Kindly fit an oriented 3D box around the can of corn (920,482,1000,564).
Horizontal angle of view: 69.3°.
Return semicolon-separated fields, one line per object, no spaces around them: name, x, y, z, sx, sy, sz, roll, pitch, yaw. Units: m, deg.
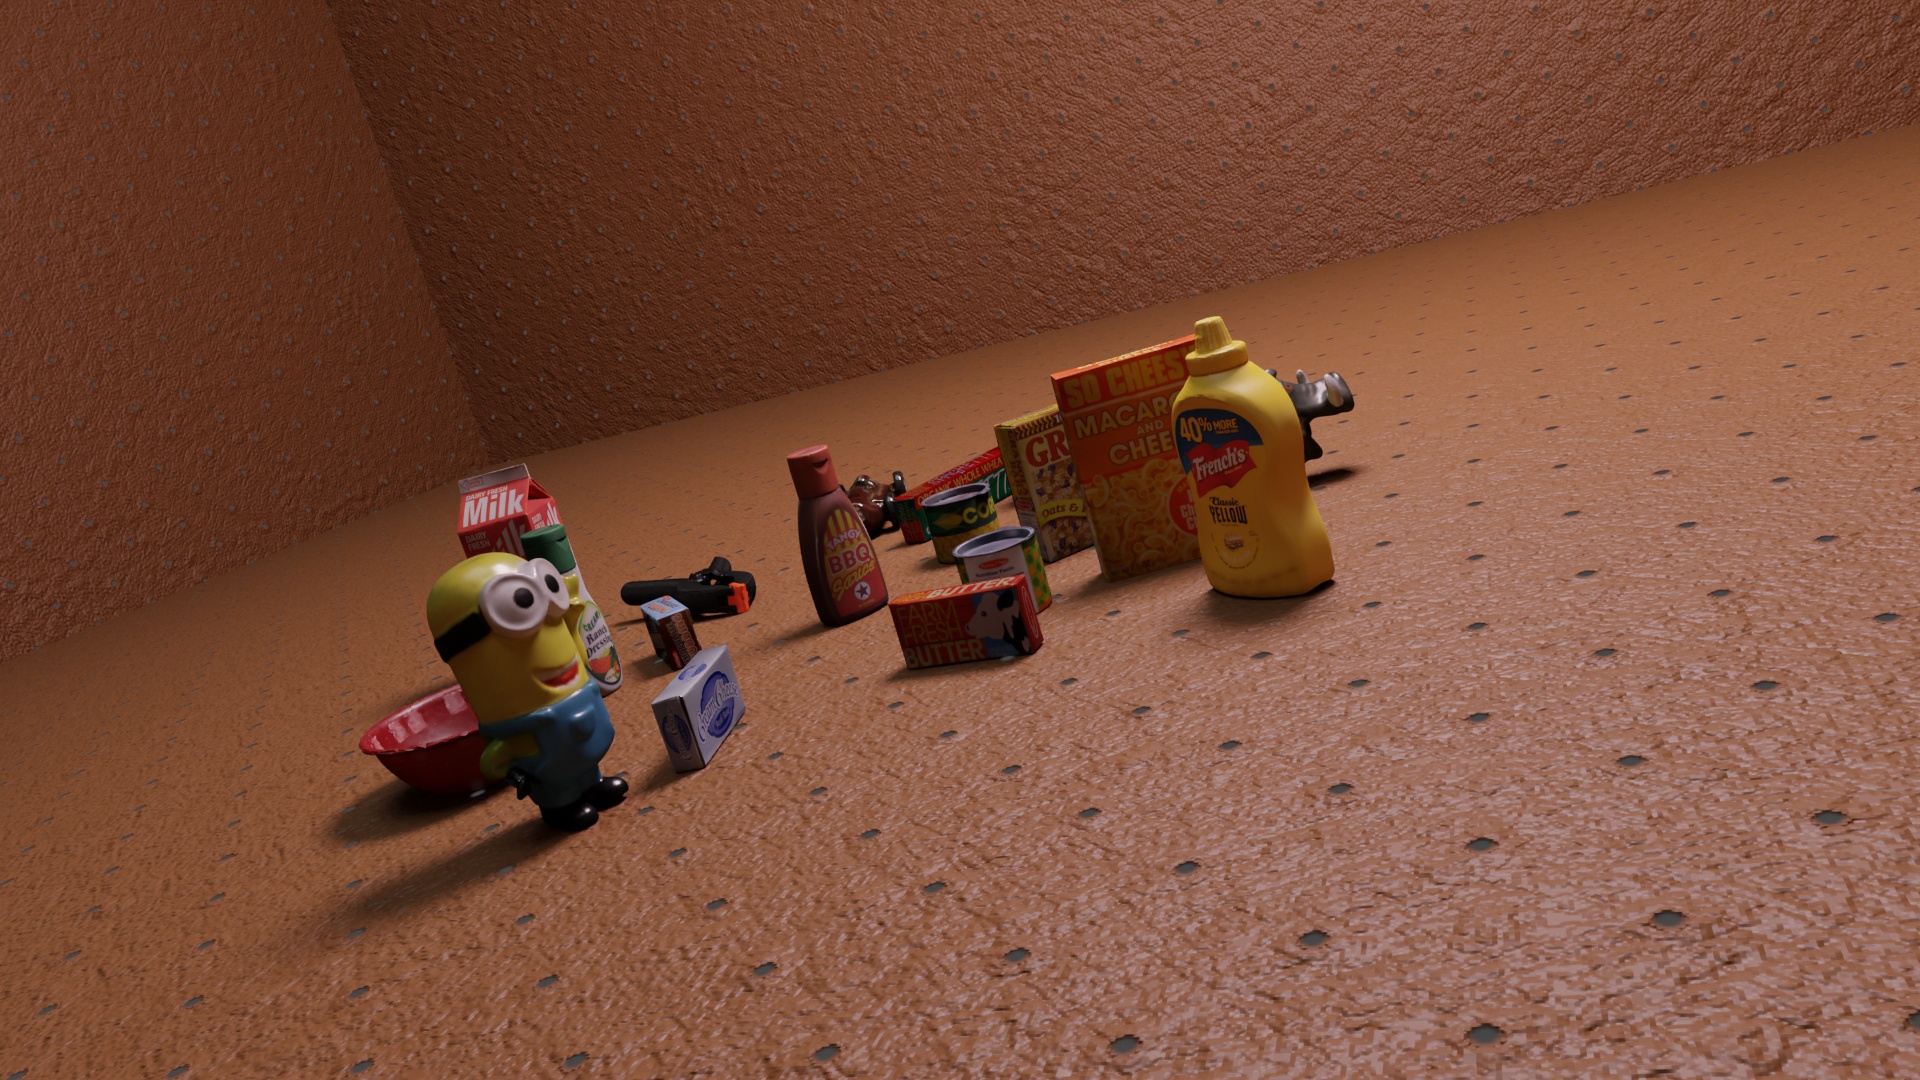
can of corn;0.005;-0.016;1.293;0.071;0.058;0.071;-15;13;4

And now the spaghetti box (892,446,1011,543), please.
spaghetti box;0.021;-0.061;1.483;0.028;0.050;0.251;-5;17;40

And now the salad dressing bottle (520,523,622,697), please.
salad dressing bottle;-0.328;0.061;1.164;0.044;0.147;0.064;-12;13;19

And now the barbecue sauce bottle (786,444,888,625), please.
barbecue sauce bottle;-0.110;-0.006;1.183;0.065;0.148;0.043;-24;15;-34

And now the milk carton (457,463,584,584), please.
milk carton;-0.414;0.025;1.321;0.072;0.190;0.073;-14;12;7

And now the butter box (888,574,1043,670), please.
butter box;0.003;0.059;0.989;0.103;0.053;0.024;-10;14;25

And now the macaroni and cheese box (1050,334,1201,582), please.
macaroni and cheese box;0.150;-0.064;1.080;0.124;0.166;0.040;-16;12;0

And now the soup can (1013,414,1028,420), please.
soup can;0.090;-0.088;1.440;0.071;0.083;0.071;-15;12;4

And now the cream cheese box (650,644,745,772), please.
cream cheese box;-0.180;0.115;0.966;0.024;0.053;0.104;-13;13;11

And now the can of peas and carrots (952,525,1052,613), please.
can of peas and carrots;0.033;0.026;1.076;0.071;0.058;0.071;-15;13;4

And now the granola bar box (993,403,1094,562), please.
granola bar box;0.120;-0.067;1.221;0.166;0.124;0.039;-22;14;-26

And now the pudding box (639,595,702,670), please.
pudding box;-0.253;0.079;1.214;0.030;0.049;0.084;-20;13;-20
